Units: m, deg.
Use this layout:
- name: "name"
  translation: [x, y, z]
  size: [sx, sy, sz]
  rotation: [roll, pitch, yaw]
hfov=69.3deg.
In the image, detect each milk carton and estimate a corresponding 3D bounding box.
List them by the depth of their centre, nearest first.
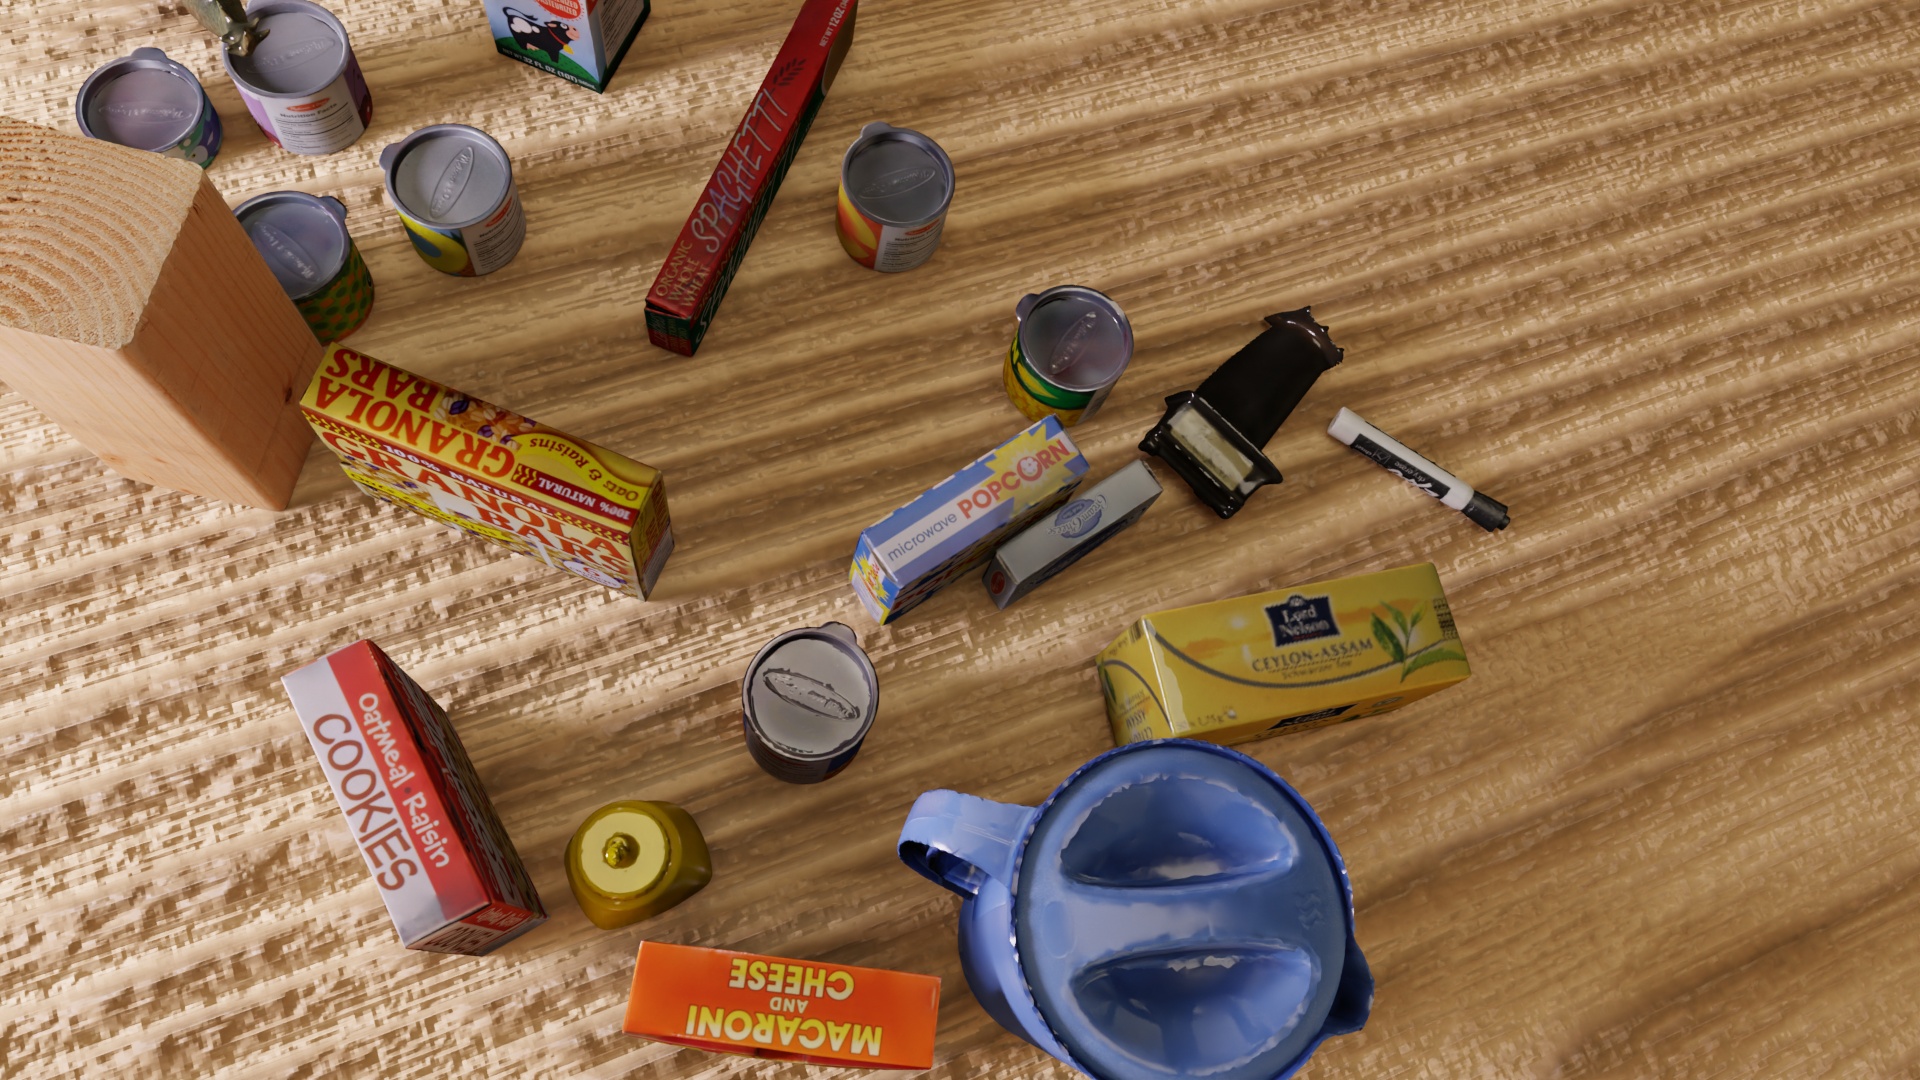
- name: "milk carton"
  translation: [-0.225, -0.344, 0.770]
  size: [0.072, 0.190, 0.074]
  rotation: [23, 70, -1]

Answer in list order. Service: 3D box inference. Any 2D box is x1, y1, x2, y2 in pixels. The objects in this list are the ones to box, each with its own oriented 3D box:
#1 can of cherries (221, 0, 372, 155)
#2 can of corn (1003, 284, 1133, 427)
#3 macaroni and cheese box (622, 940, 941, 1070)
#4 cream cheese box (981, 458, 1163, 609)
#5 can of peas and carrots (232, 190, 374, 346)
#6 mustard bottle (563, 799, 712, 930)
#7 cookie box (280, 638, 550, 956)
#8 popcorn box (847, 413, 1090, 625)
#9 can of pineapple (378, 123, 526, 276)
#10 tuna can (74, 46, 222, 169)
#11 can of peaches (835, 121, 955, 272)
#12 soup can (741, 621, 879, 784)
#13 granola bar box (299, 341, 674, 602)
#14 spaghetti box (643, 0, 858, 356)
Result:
- name: "can of cherries"
  translation: [-0.376, -0.265, 0.790]
  size: [0.071, 0.058, 0.071]
  rotation: [3, 72, -8]
- name: "can of corn"
  translation: [0.059, -0.107, 0.807]
  size: [0.071, 0.058, 0.071]
  rotation: [3, 72, -8]
- name: "macaroni and cheese box"
  translation: [-0.080, 0.209, 0.622]
  size: [0.124, 0.166, 0.040]
  rotation: [9, 71, -6]
- name: "cream cheese box"
  translation: [0.061, -0.003, 0.775]
  size: [0.104, 0.053, 0.024]
  rotation: [-32, 80, -17]
- name: "can of peas and carrots"
  translation: [-0.357, -0.148, 0.754]
  size: [0.071, 0.058, 0.071]
  rotation: [3, 72, -8]
- name: "mustard bottle"
  translation: [-0.149, 0.146, 0.636]
  size: [0.065, 0.159, 0.049]
  rotation: [-23, 77, -15]
- name: "cookie box"
  translation: [-0.238, 0.122, 0.626]
  size: [0.040, 0.167, 0.123]
  rotation: [-28, 78, -16]
- name: "popcorn box"
  translation: [0.003, -0.009, 0.751]
  size: [0.127, 0.085, 0.038]
  rotation: [-32, 80, -17]
- name: "can of pineapple"
  translation: [-0.283, -0.191, 0.781]
  size: [0.071, 0.057, 0.071]
  rotation: [3, 72, -8]
- name: "tuna can"
  translation: [-0.455, -0.238, 0.782]
  size: [0.071, 0.032, 0.071]
  rotation: [3, 72, -8]
- name: "can of peaches"
  translation: [-0.041, -0.202, 0.823]
  size: [0.071, 0.058, 0.071]
  rotation: [3, 72, -8]
- name: "soup can"
  translation: [-0.077, 0.084, 0.708]
  size: [0.071, 0.083, 0.071]
  rotation: [3, 72, -8]
- name: "granola bar box"
  translation: [-0.231, -0.029, 0.700]
  size: [0.165, 0.123, 0.039]
  rotation: [21, 70, -2]
- name: "spaghetti box"
  translation: [-0.121, -0.223, 0.821]
  size: [0.029, 0.050, 0.251]
  rotation: [23, 70, -1]
